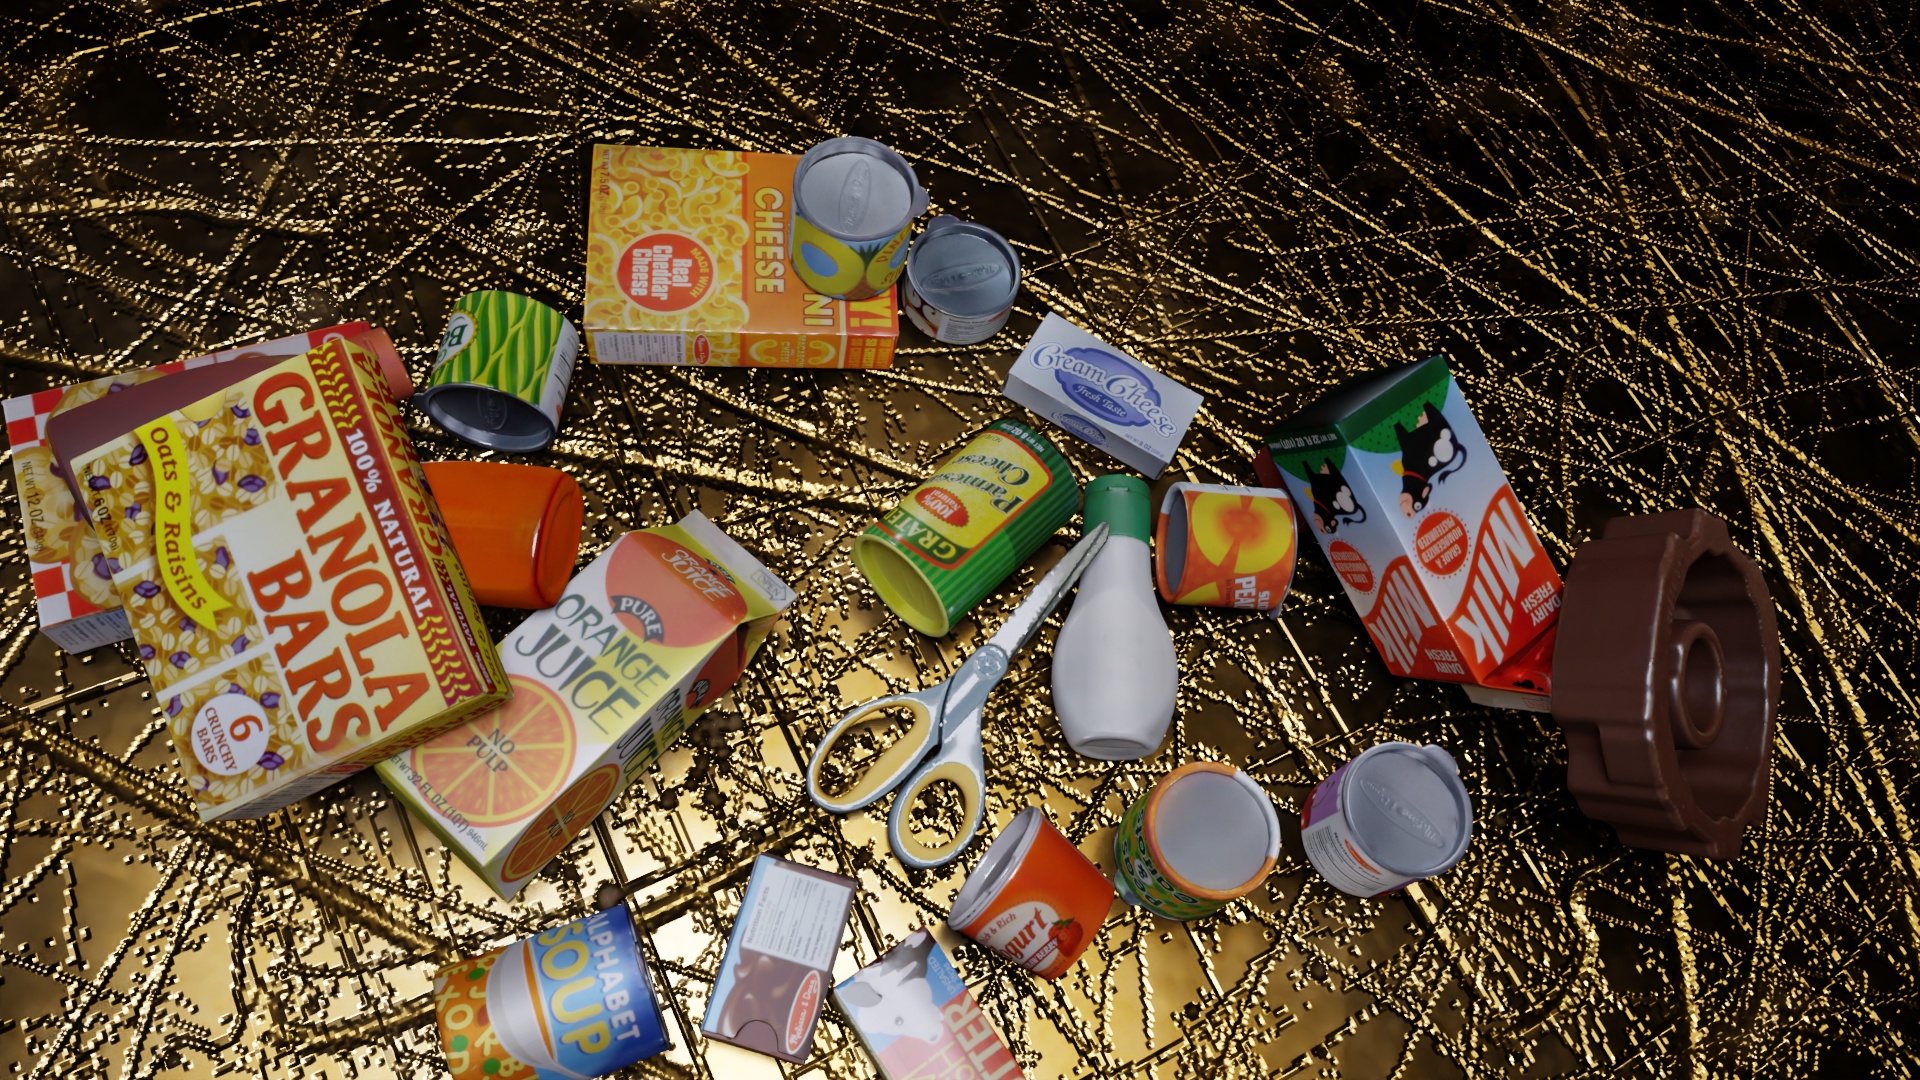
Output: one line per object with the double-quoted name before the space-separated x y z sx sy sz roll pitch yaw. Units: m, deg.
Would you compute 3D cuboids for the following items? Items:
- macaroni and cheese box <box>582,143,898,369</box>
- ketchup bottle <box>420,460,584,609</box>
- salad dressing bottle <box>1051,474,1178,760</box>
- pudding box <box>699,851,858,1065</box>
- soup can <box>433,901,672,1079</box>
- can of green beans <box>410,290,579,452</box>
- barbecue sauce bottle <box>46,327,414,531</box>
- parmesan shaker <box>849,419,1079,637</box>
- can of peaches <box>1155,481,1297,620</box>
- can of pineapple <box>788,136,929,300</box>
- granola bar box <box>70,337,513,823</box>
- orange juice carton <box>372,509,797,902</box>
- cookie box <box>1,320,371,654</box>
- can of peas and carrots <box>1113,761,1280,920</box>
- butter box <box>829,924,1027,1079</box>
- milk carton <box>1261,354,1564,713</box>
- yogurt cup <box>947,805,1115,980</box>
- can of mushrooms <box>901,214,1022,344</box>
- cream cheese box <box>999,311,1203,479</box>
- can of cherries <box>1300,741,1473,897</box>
"macaroni and cheese box" -0.122 -0.159 0.780 0.167 0.040 0.124 0 66 -9
"ketchup bottle" -0.249 -0.007 0.625 0.149 0.043 0.065 5 66 7
"salad dressing bottle" 0.081 0.038 0.724 0.064 0.043 0.148 2 64 5
"pudding box" -0.082 0.190 0.632 0.050 0.030 0.084 17 64 -3
"soup can" -0.173 0.199 0.589 0.084 0.071 0.071 -17 70 -17
"can of green beans" -0.234 -0.086 0.712 0.071 0.071 0.058 10 64 -6
"barbecue sauce bottle" -0.334 -0.056 0.647 0.149 0.043 0.065 -27 74 -20
"parmesan shaker" 0.003 -0.009 0.720 0.071 0.071 0.103 44 66 10
"can of peaches" 0.139 0.005 0.736 0.058 0.071 0.071 4 65 -8
"can of pineapple" -0.056 -0.170 0.740 0.071 0.057 0.071 4 66 -8
"granola bar box" -0.277 0.016 0.577 0.124 0.039 0.165 -25 81 -1
"orange juice carton" -0.168 0.067 0.649 0.072 0.072 0.193 40 65 11
"cookie box" -0.359 -0.030 0.678 0.168 0.040 0.123 -17 70 -17
"can of peas and carrots" 0.111 0.146 0.670 0.071 0.058 0.071 4 65 -8
"butter box" -0.009 0.233 0.628 0.053 0.024 0.103 -31 74 -21
"milk carton" 0.243 0.008 0.714 0.073 0.072 0.190 -33 99 -17
"yogurt cup" 0.035 0.166 0.646 0.054 0.072 0.073 37 65 -1
"can of mushrooms" -0.001 -0.150 0.801 0.071 0.033 0.071 4 66 -8
"cream cheese box" 0.081 -0.083 0.789 0.104 0.024 0.053 30 63 4
"can of cherries" 0.213 0.139 0.692 0.071 0.058 0.072 4 65 -8
